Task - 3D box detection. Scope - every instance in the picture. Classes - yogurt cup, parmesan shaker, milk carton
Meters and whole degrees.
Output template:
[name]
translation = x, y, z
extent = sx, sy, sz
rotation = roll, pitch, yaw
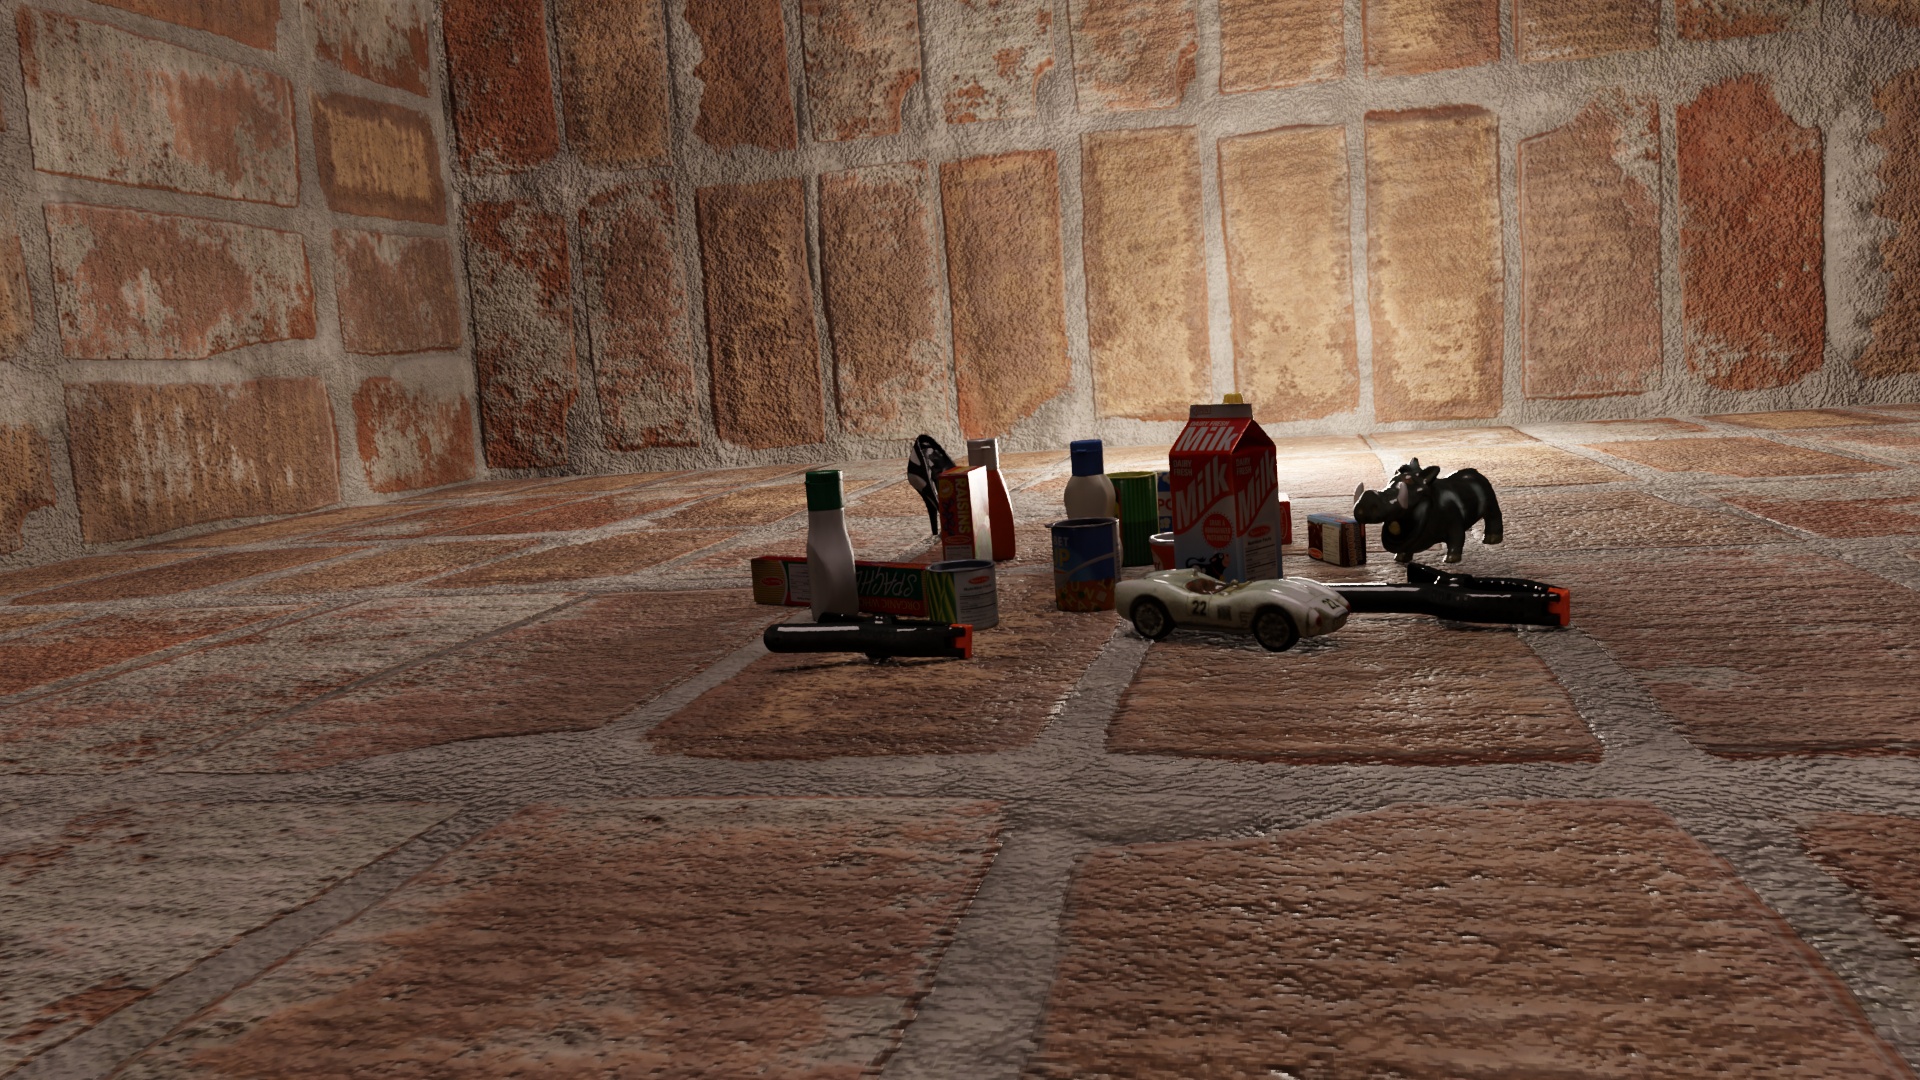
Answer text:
[yogurt cup]
translation = 0.227, 0.021, 1.409
extent = 0.072, 0.054, 0.072
rotation = -4, 7, 1
[parmesan shaker]
translation = 0.194, -0.025, 1.586
extent = 0.071, 0.103, 0.071
rotation = -4, 7, 1
[milk carton]
translation = 0.242, -0.030, 1.266
extent = 0.074, 0.190, 0.072
rotation = -11, 10, -43

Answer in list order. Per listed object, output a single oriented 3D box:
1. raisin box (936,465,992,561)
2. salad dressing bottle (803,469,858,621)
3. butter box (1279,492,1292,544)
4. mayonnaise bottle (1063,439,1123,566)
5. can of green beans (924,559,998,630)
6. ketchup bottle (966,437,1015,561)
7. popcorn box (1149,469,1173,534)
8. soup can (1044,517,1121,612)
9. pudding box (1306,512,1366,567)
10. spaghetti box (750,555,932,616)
[raisin box]
translation = 0.006, -0.020, 1.572
extent = 0.040, 0.123, 0.086
rotation = -2, 7, 15
[salad dressing bottle]
translation = -0.129, 0.004, 1.371
extent = 0.044, 0.147, 0.064
rotation = -8, 8, -26
[butter box]
translation = 0.388, -0.028, 1.691
extent = 0.024, 0.053, 0.104
rotation = -3, 8, 11
[mayonnaise bottle]
translation = 0.144, -0.037, 1.532
extent = 0.065, 0.148, 0.041
rotation = -1, 8, 24
[can of green beans]
translation = 0.002, 0.051, 1.292
extent = 0.071, 0.057, 0.071
rotation = -4, 7, 1
[ketchup bottle]
translation = 0.031, -0.049, 1.681
extent = 0.065, 0.148, 0.043
rotation = -6, 7, -12
[popcorn box]
translation = 0.303, -0.049, 1.779
extent = 0.126, 0.085, 0.038
rotation = 0, 8, 28
[soup can]
translation = 0.119, 0.023, 1.342
extent = 0.071, 0.083, 0.071
rotation = -4, 7, 1
[pudding box]
translation = 0.405, -0.001, 1.500
extent = 0.030, 0.049, 0.084
rotation = -6, 8, -11
[spaghetti box]
translation = -0.120, 0.045, 1.428
extent = 0.250, 0.050, 0.029
rotation = 2, 9, 39
